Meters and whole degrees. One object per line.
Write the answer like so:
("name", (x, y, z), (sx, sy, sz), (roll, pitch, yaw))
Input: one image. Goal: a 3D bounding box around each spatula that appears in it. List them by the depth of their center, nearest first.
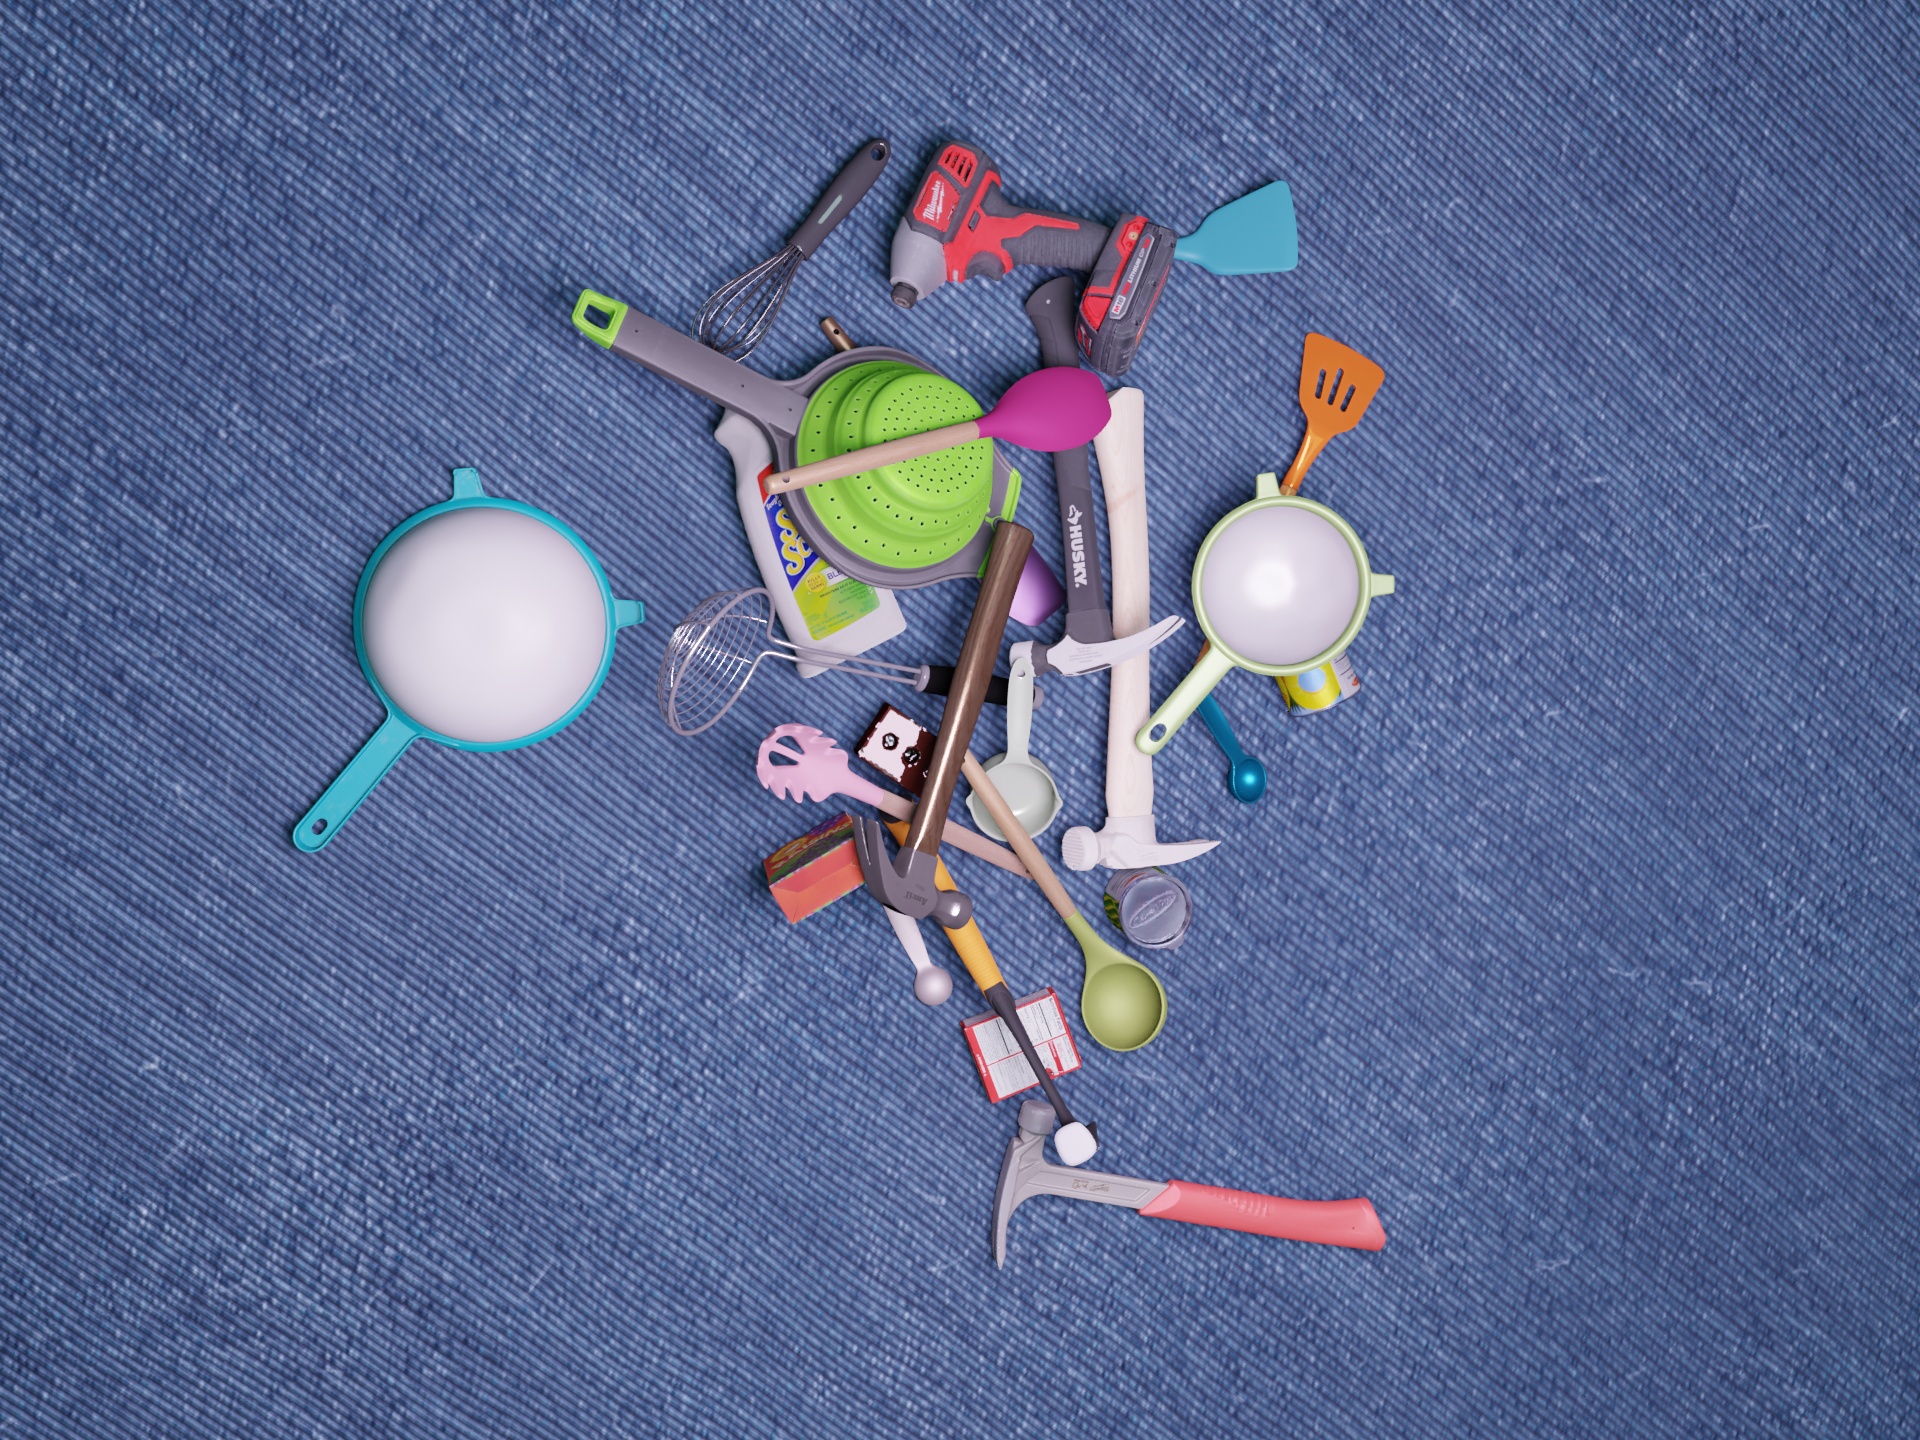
("spatula", (0.125, -0.409, 1.350), (0.317, 0.044, 0.082), (-3, 81, -7))
("spatula", (-0.019, -0.212, 1.357), (0.060, 0.018, 0.316), (-39, 100, -9))
("spatula", (0.277, -0.183, 1.404), (0.081, 0.041, 0.322), (25, 95, -9))

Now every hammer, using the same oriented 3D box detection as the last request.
("hammer", (-0.002, -0.004, 1.285), (0.130, 0.031, 0.331), (25, 77, -43))
("hammer", (0.099, -0.207, 1.332), (0.146, 0.035, 0.335), (-8, 84, 22))
("hammer", (0.024, 0.215, 1.347), (0.034, 0.127, 0.337), (-29, 80, 0))
("hammer", (0.155, -0.079, 1.377), (0.146, 0.038, 0.410), (-2, 91, -28))
("hammer", (0.209, 0.445, 1.437), (0.359, 0.037, 0.149), (12, 93, -9))

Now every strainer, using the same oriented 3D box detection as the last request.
("strainer", (-0.426, -0.026, 1.272), (0.211, 0.095, 0.340), (40, 87, -10))
("strainer", (0.234, -0.074, 1.360), (0.151, 0.069, 0.256), (40, 95, -4))

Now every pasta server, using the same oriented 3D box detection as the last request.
("pasta server", (-0.044, 0.076, 1.304), (0.316, 0.040, 0.060), (29, 93, -36))

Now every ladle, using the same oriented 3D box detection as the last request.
("ladle", (0.078, 0.151, 1.360), (0.078, 0.062, 0.320), (-27, 108, 20))

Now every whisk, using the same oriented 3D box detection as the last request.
("whisk", (-0.137, -0.391, 1.314), (0.055, 0.055, 0.239), (40, 84, -10))

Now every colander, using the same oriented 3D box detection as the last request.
("colander", (-0.110, -0.245, 1.254), (0.396, 0.094, 0.205), (24, 72, -21))

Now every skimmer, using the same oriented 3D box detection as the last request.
("skimmer", (-0.072, -0.028, 1.265), (0.363, 0.090, 0.127), (9, 117, -33))

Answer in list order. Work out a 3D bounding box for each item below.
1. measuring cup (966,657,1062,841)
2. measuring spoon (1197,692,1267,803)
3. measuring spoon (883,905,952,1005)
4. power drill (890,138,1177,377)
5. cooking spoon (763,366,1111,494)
("measuring cup", (0.047, 0.021, 1.357), (0.083, 0.038, 0.167), (1, 110, -3))
("measuring spoon", (0.229, 0.019, 1.403), (0.042, 0.021, 0.128), (-42, 110, -28))
("measuring spoon", (-0.042, 0.194, 1.387), (0.034, 0.018, 0.124), (-25, 97, -6))
("power drill", (0.053, -0.371, 1.296), (0.219, 0.078, 0.143), (23, 79, 6))
("cooking spoon", (-0.010, -0.219, 1.234), (0.319, 0.017, 0.069), (-21, 90, -28))
